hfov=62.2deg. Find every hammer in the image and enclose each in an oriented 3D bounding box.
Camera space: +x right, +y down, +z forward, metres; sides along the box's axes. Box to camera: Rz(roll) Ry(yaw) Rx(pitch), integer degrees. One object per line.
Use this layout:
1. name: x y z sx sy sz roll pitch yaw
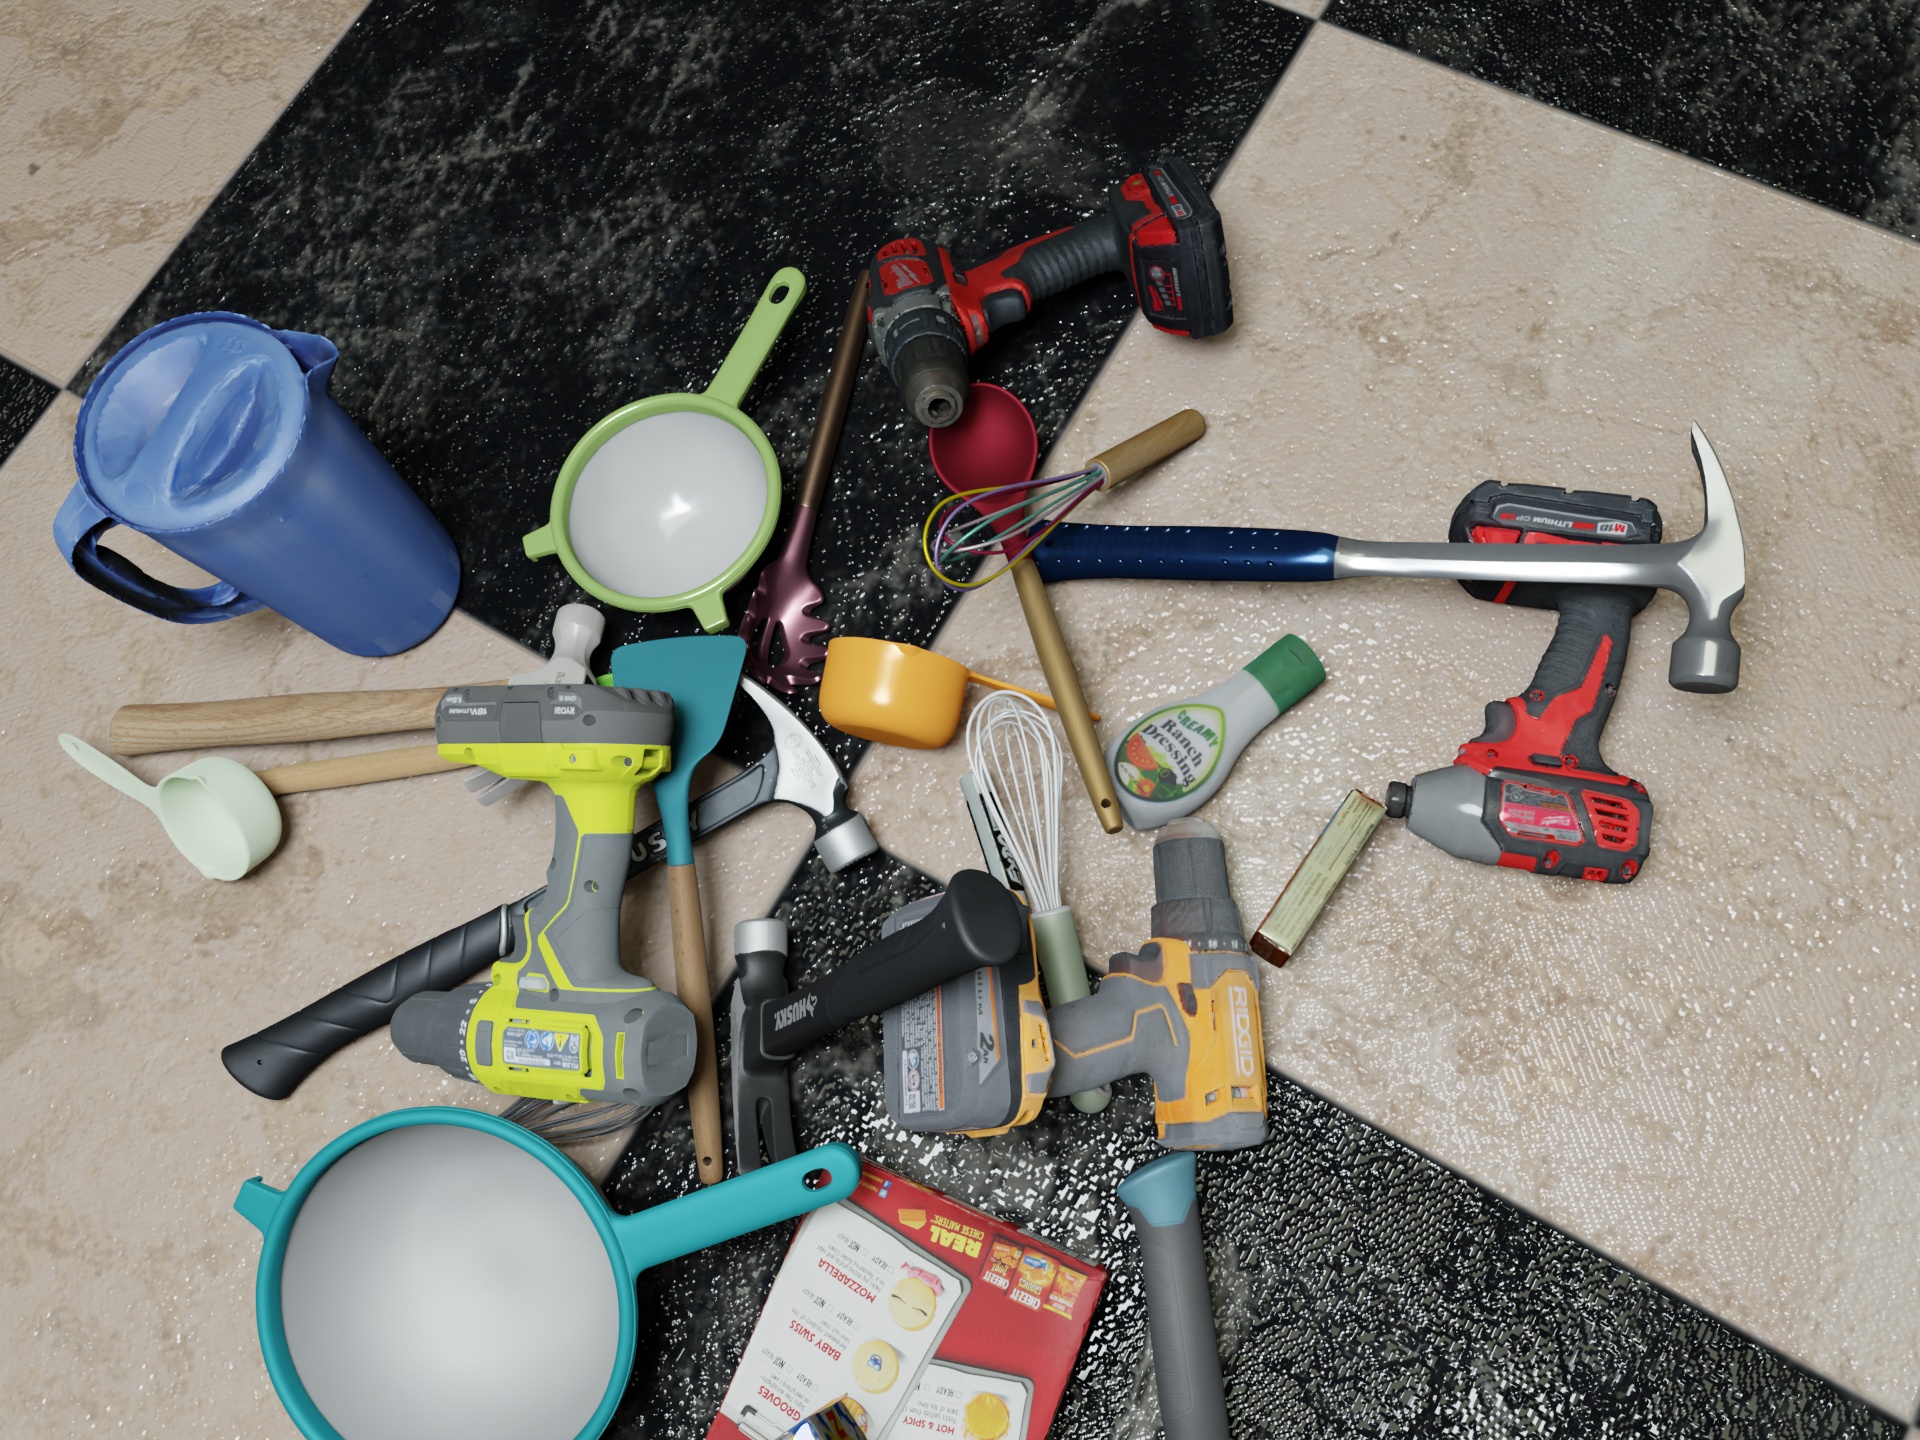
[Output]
1. hammer: -0.054 0.141 0.795 0.035 0.334 0.146 6 69 -24
2. hammer: 0.123 0.391 0.809 0.128 0.033 0.331 -8 80 3
3. hammer: -0.391 -0.002 1.011 0.331 0.031 0.130 -4 56 12
4. hammer: -0.261 0.112 0.961 0.409 0.036 0.149 -29 86 0
5. hammer: 0.230 -0.099 0.921 0.405 0.035 0.144 4 80 26

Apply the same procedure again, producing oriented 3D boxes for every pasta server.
1. pasta server: -0.091 -0.163 1.041 0.060 0.040 0.316 24 68 -29

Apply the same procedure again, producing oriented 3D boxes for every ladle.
1. ladle: 0.046 -0.073 0.957 0.069 0.031 0.316 -19 63 5

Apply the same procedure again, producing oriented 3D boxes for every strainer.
1. strainer: -0.205 0.284 0.862 0.340 0.095 0.211 -21 87 7
2. strainer: -0.159 -0.175 1.037 0.151 0.069 0.256 22 75 16

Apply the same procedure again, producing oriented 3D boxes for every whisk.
1. whisk: 0.049 0.103 0.912 0.059 0.057 0.246 -16 84 32
2. whisk: 0.068 -0.144 0.961 0.245 0.051 0.047 -32 72 -35
3. whisk: -0.274 0.239 0.928 0.239 0.055 0.055 -21 70 4

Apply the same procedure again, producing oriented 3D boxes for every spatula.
1. spatula: -0.156 0.109 0.928 0.082 0.044 0.317 -5 90 4

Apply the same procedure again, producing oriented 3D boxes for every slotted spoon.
1. slotted spoon: -0.337 0.022 1.016 0.314 0.031 0.070 -9 71 6

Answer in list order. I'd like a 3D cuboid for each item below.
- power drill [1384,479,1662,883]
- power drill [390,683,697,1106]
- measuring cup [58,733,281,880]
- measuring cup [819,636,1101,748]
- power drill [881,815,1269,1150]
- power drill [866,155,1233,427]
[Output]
1. power drill: 0.328 -0.021 0.924 0.143 0.078 0.220 8 76 10
2. power drill: -0.239 0.097 0.890 0.190 0.080 0.228 -1 87 26
3. measuring cup: -0.500 0.040 1.009 0.168 0.083 0.038 26 37 17
4. measuring cup: -0.002 -0.003 0.964 0.173 0.095 0.052 15 81 -8
5. power drill: 0.071 0.134 0.849 0.226 0.084 0.185 10 69 -34
6. power drill: 0.053 -0.265 1.004 0.226 0.080 0.188 -14 41 3
